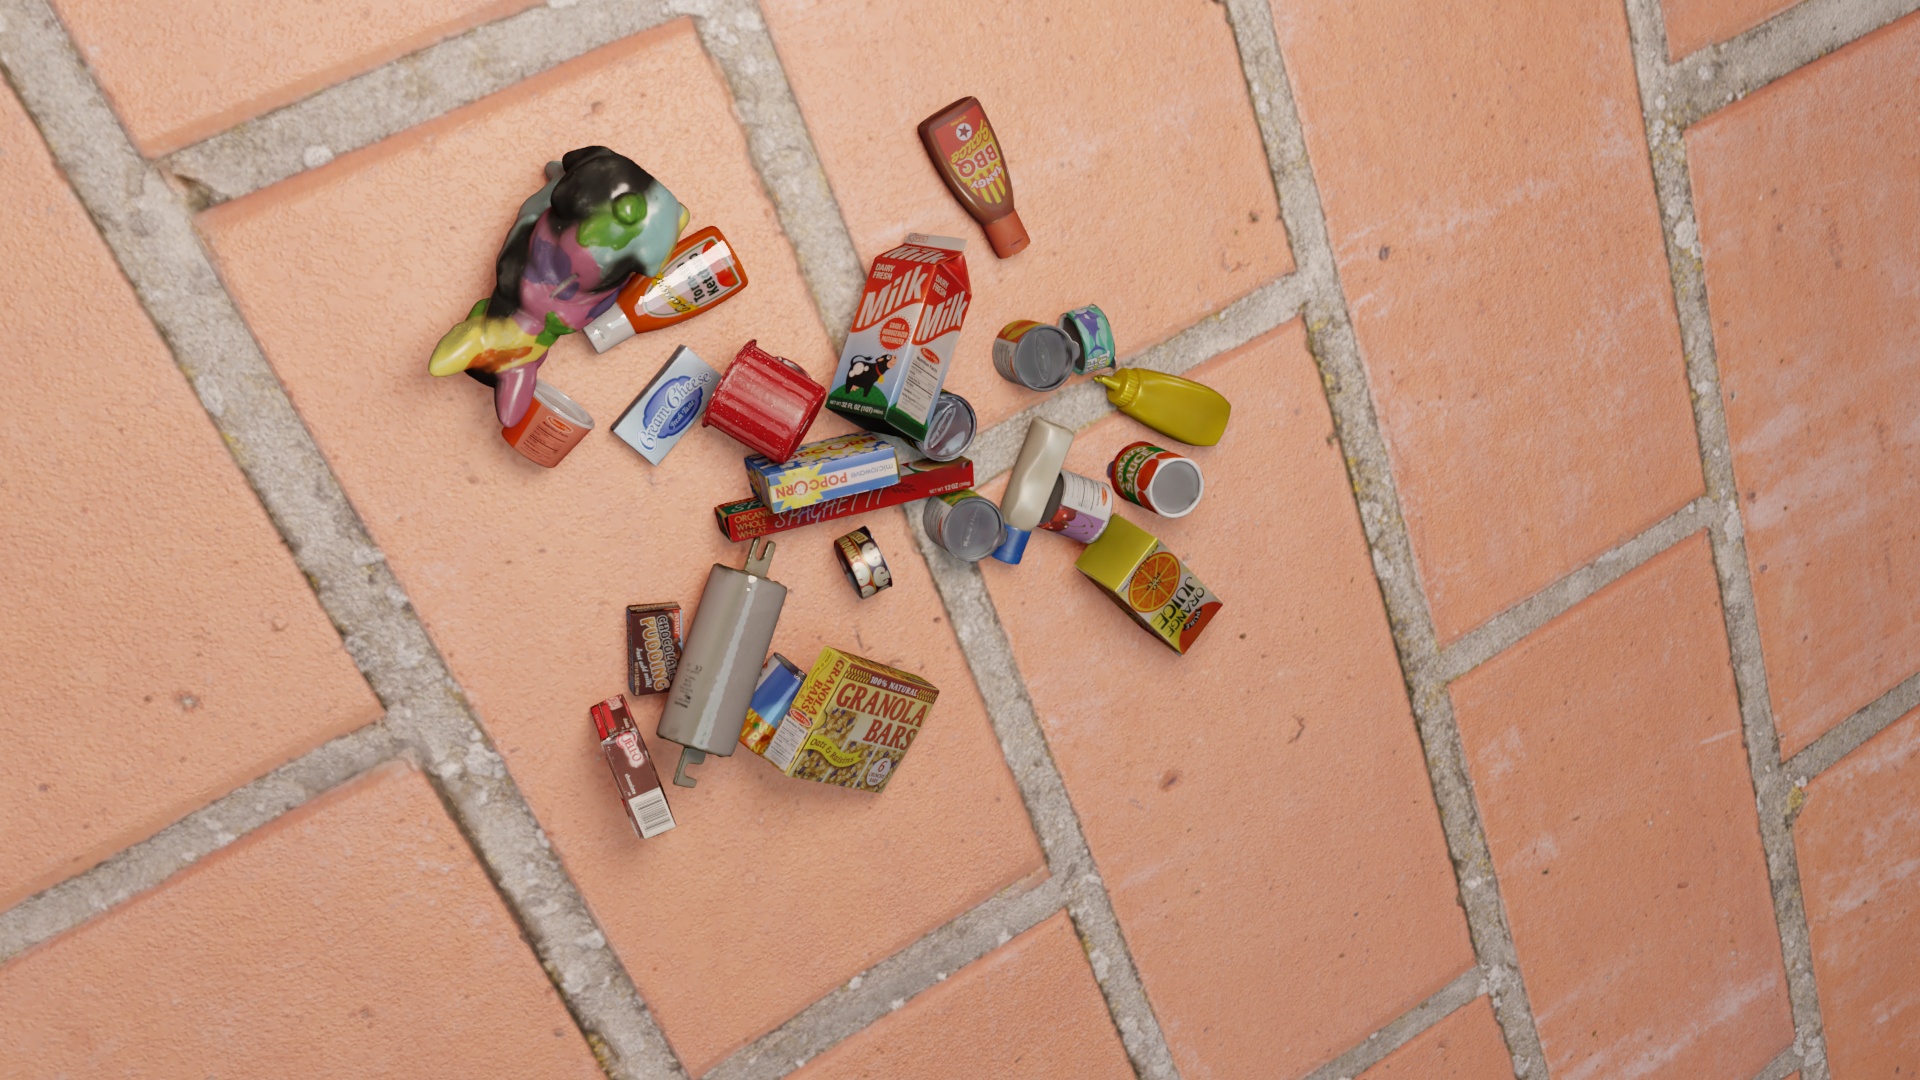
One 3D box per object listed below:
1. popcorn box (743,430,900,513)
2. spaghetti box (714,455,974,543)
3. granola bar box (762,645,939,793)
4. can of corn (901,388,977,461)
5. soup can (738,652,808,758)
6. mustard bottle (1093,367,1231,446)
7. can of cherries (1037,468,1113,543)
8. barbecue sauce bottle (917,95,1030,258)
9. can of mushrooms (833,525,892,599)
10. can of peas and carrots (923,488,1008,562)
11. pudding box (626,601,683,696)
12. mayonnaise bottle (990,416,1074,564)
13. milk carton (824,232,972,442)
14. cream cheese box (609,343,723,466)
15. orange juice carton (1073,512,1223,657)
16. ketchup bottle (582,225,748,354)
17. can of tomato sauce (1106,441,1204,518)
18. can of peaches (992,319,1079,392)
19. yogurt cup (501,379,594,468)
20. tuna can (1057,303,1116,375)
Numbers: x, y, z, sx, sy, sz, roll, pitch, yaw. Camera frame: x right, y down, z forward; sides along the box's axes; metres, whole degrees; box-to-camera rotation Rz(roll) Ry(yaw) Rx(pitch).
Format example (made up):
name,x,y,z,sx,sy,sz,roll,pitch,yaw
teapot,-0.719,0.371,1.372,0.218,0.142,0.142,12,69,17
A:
name,x,y,z,sx,sy,sz,roll,pitch,yaw
popcorn box,-0.130,-0.066,1.305,0.127,0.085,0.038,-14,111,-19
spaghetti box,-0.110,-0.043,1.339,0.251,0.050,0.028,-14,108,-18
granola bar box,-0.103,0.179,1.364,0.165,0.039,0.124,27,93,-56
can of corn,-0.027,-0.116,1.348,0.071,0.058,0.071,-6,106,-21
soup can,-0.181,0.163,1.354,0.071,0.071,0.084,42,87,-26
mustard bottle,0.204,-0.146,1.440,0.160,0.049,0.065,19,96,-25
can of cherries,0.113,-0.034,1.425,0.058,0.071,0.071,17,97,-25
barbecue sauce bottle,0.019,-0.340,1.316,0.065,0.044,0.148,-35,114,-11
can of mushrooms,-0.096,0.020,1.352,0.033,0.071,0.070,-26,112,-12
can of peas and carrots,0.005,-0.017,1.388,0.071,0.059,0.070,-6,107,-21
pudding box,-0.288,0.102,1.315,0.050,0.030,0.083,-4,105,-22
mayonnaise bottle,0.069,-0.049,1.405,0.041,0.065,0.147,18,101,-16
milk carton,-0.050,-0.195,1.286,0.073,0.072,0.190,28,79,-58
cream cheese box,-0.266,-0.124,1.268,0.053,0.024,0.104,41,86,-24
orange juice carton,0.210,0.056,1.469,0.072,0.073,0.192,-52,132,-3
ketchup bottle,-0.266,-0.218,1.233,0.149,0.043,0.064,-33,114,-11
can of tomato sauce,0.203,-0.064,1.442,0.071,0.083,0.071,-6,106,-21
can of peaches,0.074,-0.184,1.372,0.071,0.058,0.071,-6,105,-21
yogurt cup,-0.363,-0.100,1.214,0.072,0.072,0.054,35,98,-26
tuna can,0.126,-0.198,1.384,0.033,0.071,0.071,-19,110,-15
